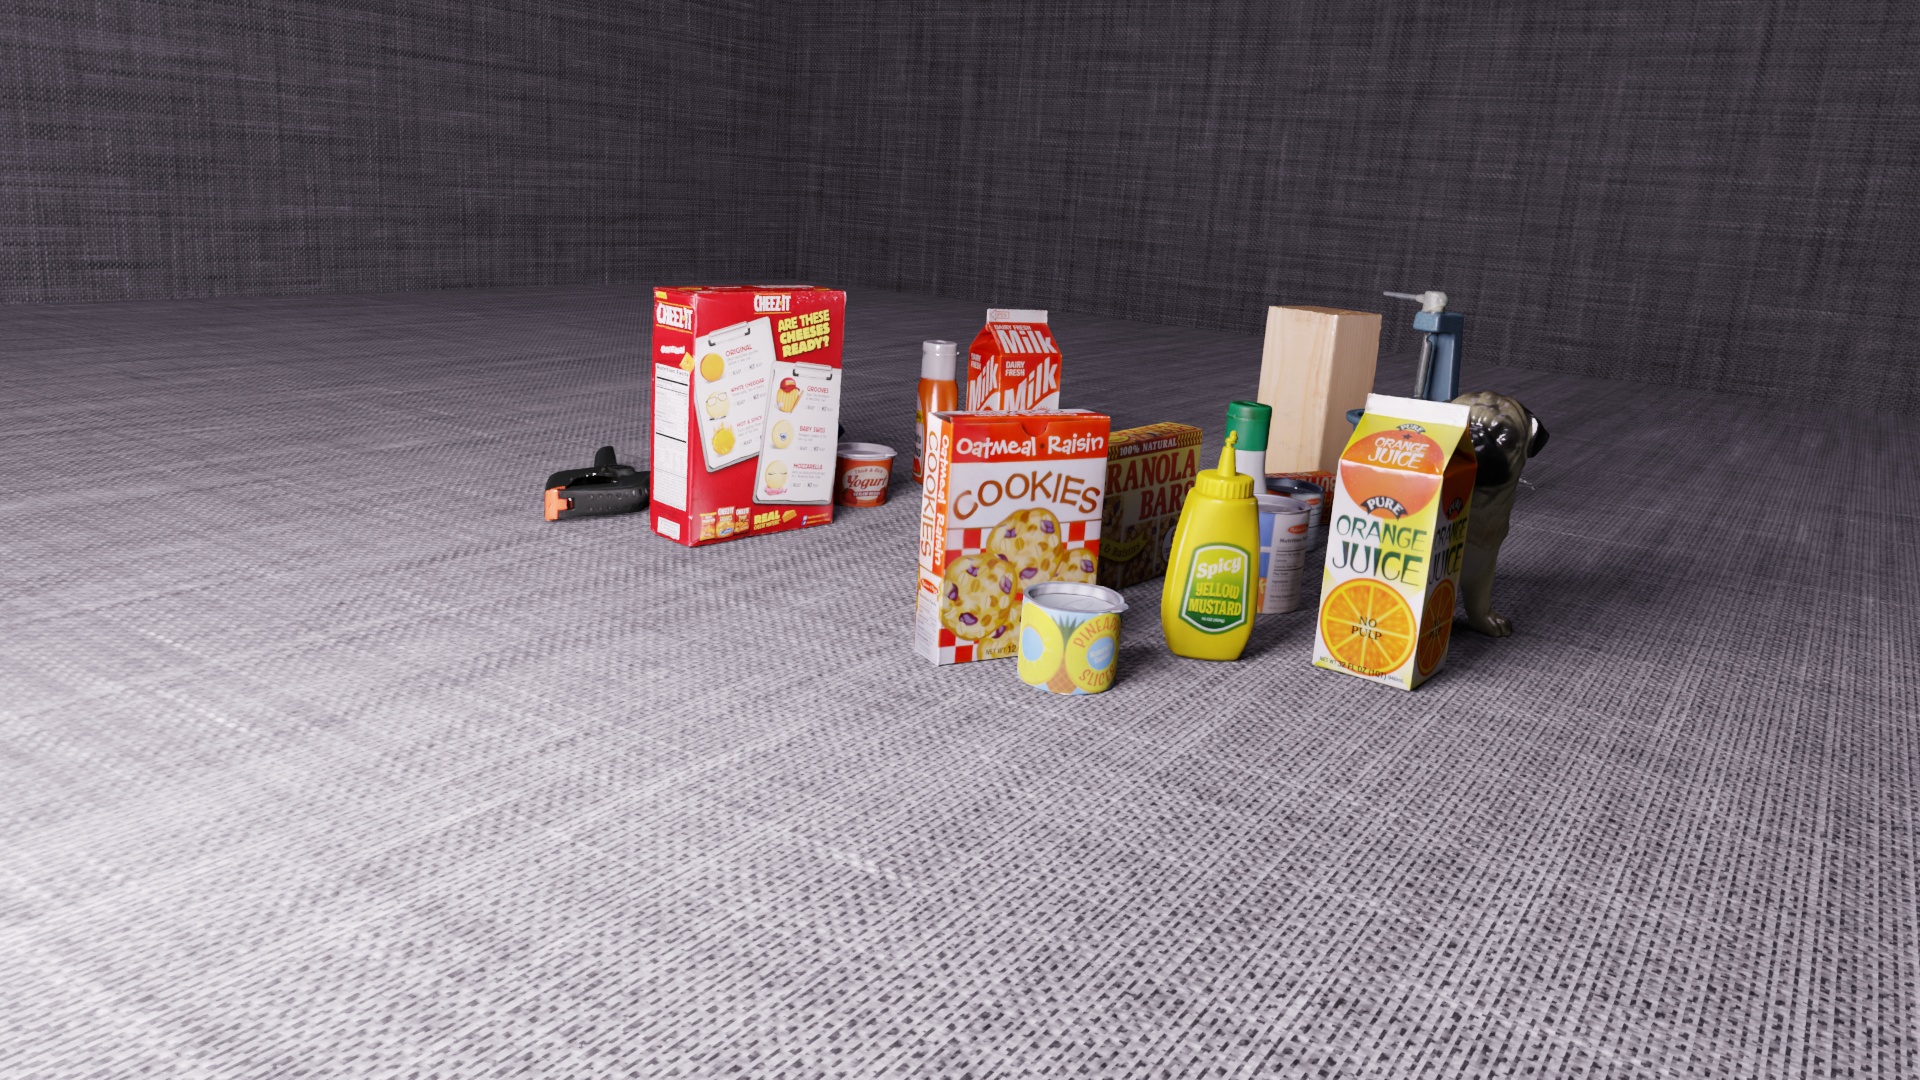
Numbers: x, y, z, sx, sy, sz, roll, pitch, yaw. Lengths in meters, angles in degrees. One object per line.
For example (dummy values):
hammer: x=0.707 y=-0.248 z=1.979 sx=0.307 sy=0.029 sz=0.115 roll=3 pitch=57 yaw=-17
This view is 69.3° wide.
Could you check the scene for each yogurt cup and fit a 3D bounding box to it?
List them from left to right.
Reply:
yogurt cup: x=-0.099 y=-0.064 z=1.360 sx=0.072 sy=0.053 sz=0.072 roll=4 pitch=14 yaw=-1

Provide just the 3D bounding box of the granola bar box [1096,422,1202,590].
granola bar box: x=0.134 y=-0.027 z=1.141 sx=0.039 sy=0.123 sz=0.166 roll=15 pitch=18 yaw=38

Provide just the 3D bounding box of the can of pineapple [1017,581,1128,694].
can of pineapple: x=0.073 y=0.064 z=0.908 sx=0.071 sy=0.057 sz=0.071 roll=4 pitch=14 yaw=-1

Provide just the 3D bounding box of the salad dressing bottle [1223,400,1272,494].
salad dressing bottle: x=0.240 y=-0.044 z=1.186 sx=0.044 sy=0.147 sz=0.064 roll=0 pitch=15 yaw=-17

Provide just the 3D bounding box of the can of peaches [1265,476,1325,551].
can of peaches: x=0.305 y=-0.025 z=1.308 sx=0.071 sy=0.058 sz=0.071 roll=4 pitch=14 yaw=-1

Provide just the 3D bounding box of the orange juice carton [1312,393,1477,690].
orange juice carton: x=0.300 y=-0.002 z=0.954 sx=0.072 sy=0.192 sz=0.073 roll=14 pitch=17 yaw=35

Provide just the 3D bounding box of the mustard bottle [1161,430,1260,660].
mustard bottle: x=0.178 y=0.003 z=0.966 sx=0.065 sy=0.159 sz=0.049 roll=4 pitch=14 yaw=-1

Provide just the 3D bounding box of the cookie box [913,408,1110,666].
cookie box: x=0.036 y=-0.005 z=0.943 sx=0.123 sy=0.167 sz=0.040 roll=-4 pitch=16 yaw=-28

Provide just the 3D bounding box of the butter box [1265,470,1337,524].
butter box: x=0.330 y=-0.041 z=1.386 sx=0.104 sy=0.053 sz=0.024 roll=-4 pitch=16 yaw=-29

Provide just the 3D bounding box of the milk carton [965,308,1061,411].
milk carton: x=0.053 y=-0.142 z=1.428 sx=0.072 sy=0.190 sz=0.073 roll=-3 pitch=16 yaw=-27

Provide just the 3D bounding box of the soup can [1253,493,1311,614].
soup can: x=0.240 y=0.009 z=1.110 sx=0.071 sy=0.083 sz=0.071 roll=4 pitch=14 yaw=-1

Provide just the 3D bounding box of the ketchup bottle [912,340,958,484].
ketchup bottle: x=-0.025 y=-0.135 z=1.463 sx=0.043 sy=0.148 sz=0.065 roll=1 pitch=14 yaw=-10
